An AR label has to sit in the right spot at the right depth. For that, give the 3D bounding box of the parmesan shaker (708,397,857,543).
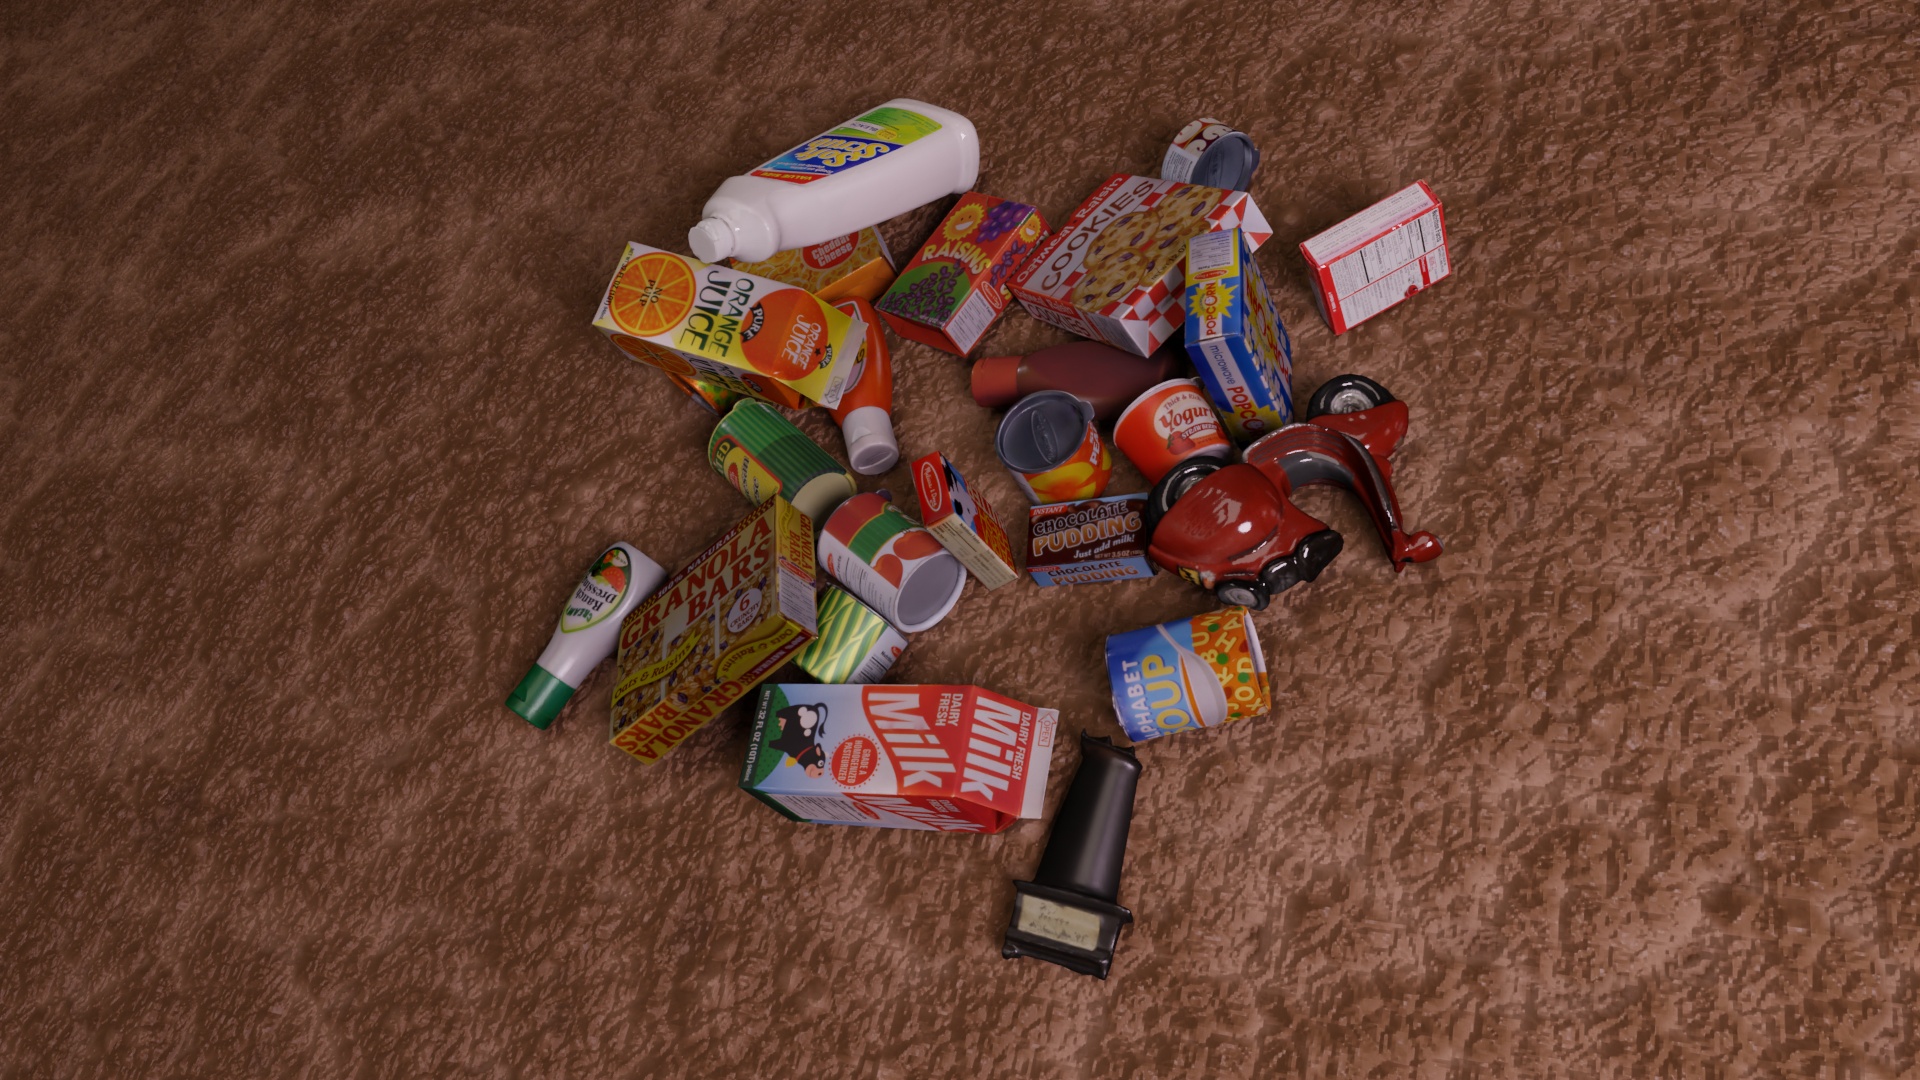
[{"bbox_3d":[-0.132,-0.052,1.025,0.071,0.071,0.103,-46,53,-6],"label":"parmesan shaker"}]

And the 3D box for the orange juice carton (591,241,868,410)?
[{"bbox_3d":[-0.167,-0.155,1.037,0.193,0.073,0.072,18,79,15],"label":"orange juice carton"}]

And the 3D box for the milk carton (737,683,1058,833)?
[{"bbox_3d":[-0.033,0.135,0.865,0.190,0.073,0.072,-2,61,24],"label":"milk carton"}]

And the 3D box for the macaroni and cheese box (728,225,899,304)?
[{"bbox_3d":[-0.132,-0.250,1.164,0.123,0.040,0.167,-28,54,7],"label":"macaroni and cheese box"}]

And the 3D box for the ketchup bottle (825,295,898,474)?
[{"bbox_3d":[-0.079,-0.117,1.057,0.064,0.043,0.149,-27,54,13],"label":"ketchup bottle"}]

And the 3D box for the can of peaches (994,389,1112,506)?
[{"bbox_3d":[0.066,-0.060,0.945,0.071,0.058,0.071,-12,56,19],"label":"can of peaches"}]

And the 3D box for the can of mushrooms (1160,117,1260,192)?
[{"bbox_3d":[0.182,-0.272,1.013,0.071,0.071,0.033,-45,52,-5],"label":"can of mushrooms"}]

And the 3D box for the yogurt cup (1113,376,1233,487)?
[{"bbox_3d":[0.141,-0.064,0.909,0.072,0.072,0.054,-33,61,5],"label":"yogurt cup"}]

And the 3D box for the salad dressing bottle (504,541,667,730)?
[{"bbox_3d":[-0.280,0.072,1.039,0.064,0.044,0.148,24,74,37],"label":"salad dressing bottle"}]

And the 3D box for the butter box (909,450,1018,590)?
[{"bbox_3d":[0.003,-0.012,0.917,0.024,0.103,0.053,-24,56,16],"label":"butter box"}]

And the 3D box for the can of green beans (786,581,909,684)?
[{"bbox_3d":[-0.078,0.071,0.929,0.071,0.071,0.058,30,78,36],"label":"can of green beans"}]

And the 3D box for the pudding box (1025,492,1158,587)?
[{"bbox_3d":[0.088,0.000,0.916,0.083,0.030,0.050,-6,58,22],"label":"pudding box"}]

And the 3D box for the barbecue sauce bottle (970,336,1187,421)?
[{"bbox_3d":[0.080,-0.113,0.978,0.148,0.043,0.065,2,48,27],"label":"barbecue sauce bottle"}]

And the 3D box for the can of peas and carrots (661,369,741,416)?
[{"bbox_3d":[-0.200,-0.143,1.113,0.071,0.070,0.059,33,80,36],"label":"can of peas and carrots"}]

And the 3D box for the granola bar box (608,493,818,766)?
[{"bbox_3d":[-0.170,0.060,0.952,0.165,0.039,0.125,-37,35,21],"label":"granola bar box"}]

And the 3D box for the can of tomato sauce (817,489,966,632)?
[{"bbox_3d":[-0.045,0.013,0.949,0.083,0.071,0.071,36,81,36],"label":"can of tomato sauce"}]

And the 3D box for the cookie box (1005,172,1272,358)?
[{"bbox_3d":[0.119,-0.199,0.978,0.123,0.040,0.168,-45,31,-6],"label":"cookie box"}]

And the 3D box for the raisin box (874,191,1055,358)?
[{"bbox_3d":[0.004,-0.206,1.066,0.086,0.040,0.123,26,74,46],"label":"raisin box"}]

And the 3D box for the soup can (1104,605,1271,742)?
[{"bbox_3d":[0.134,0.080,0.821,0.083,0.071,0.071,-15,56,17],"label":"soup can"}]

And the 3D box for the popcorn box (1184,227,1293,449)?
[{"bbox_3d":[0.179,-0.126,0.888,0.038,0.126,0.085,-10,58,24],"label":"popcorn box"}]
